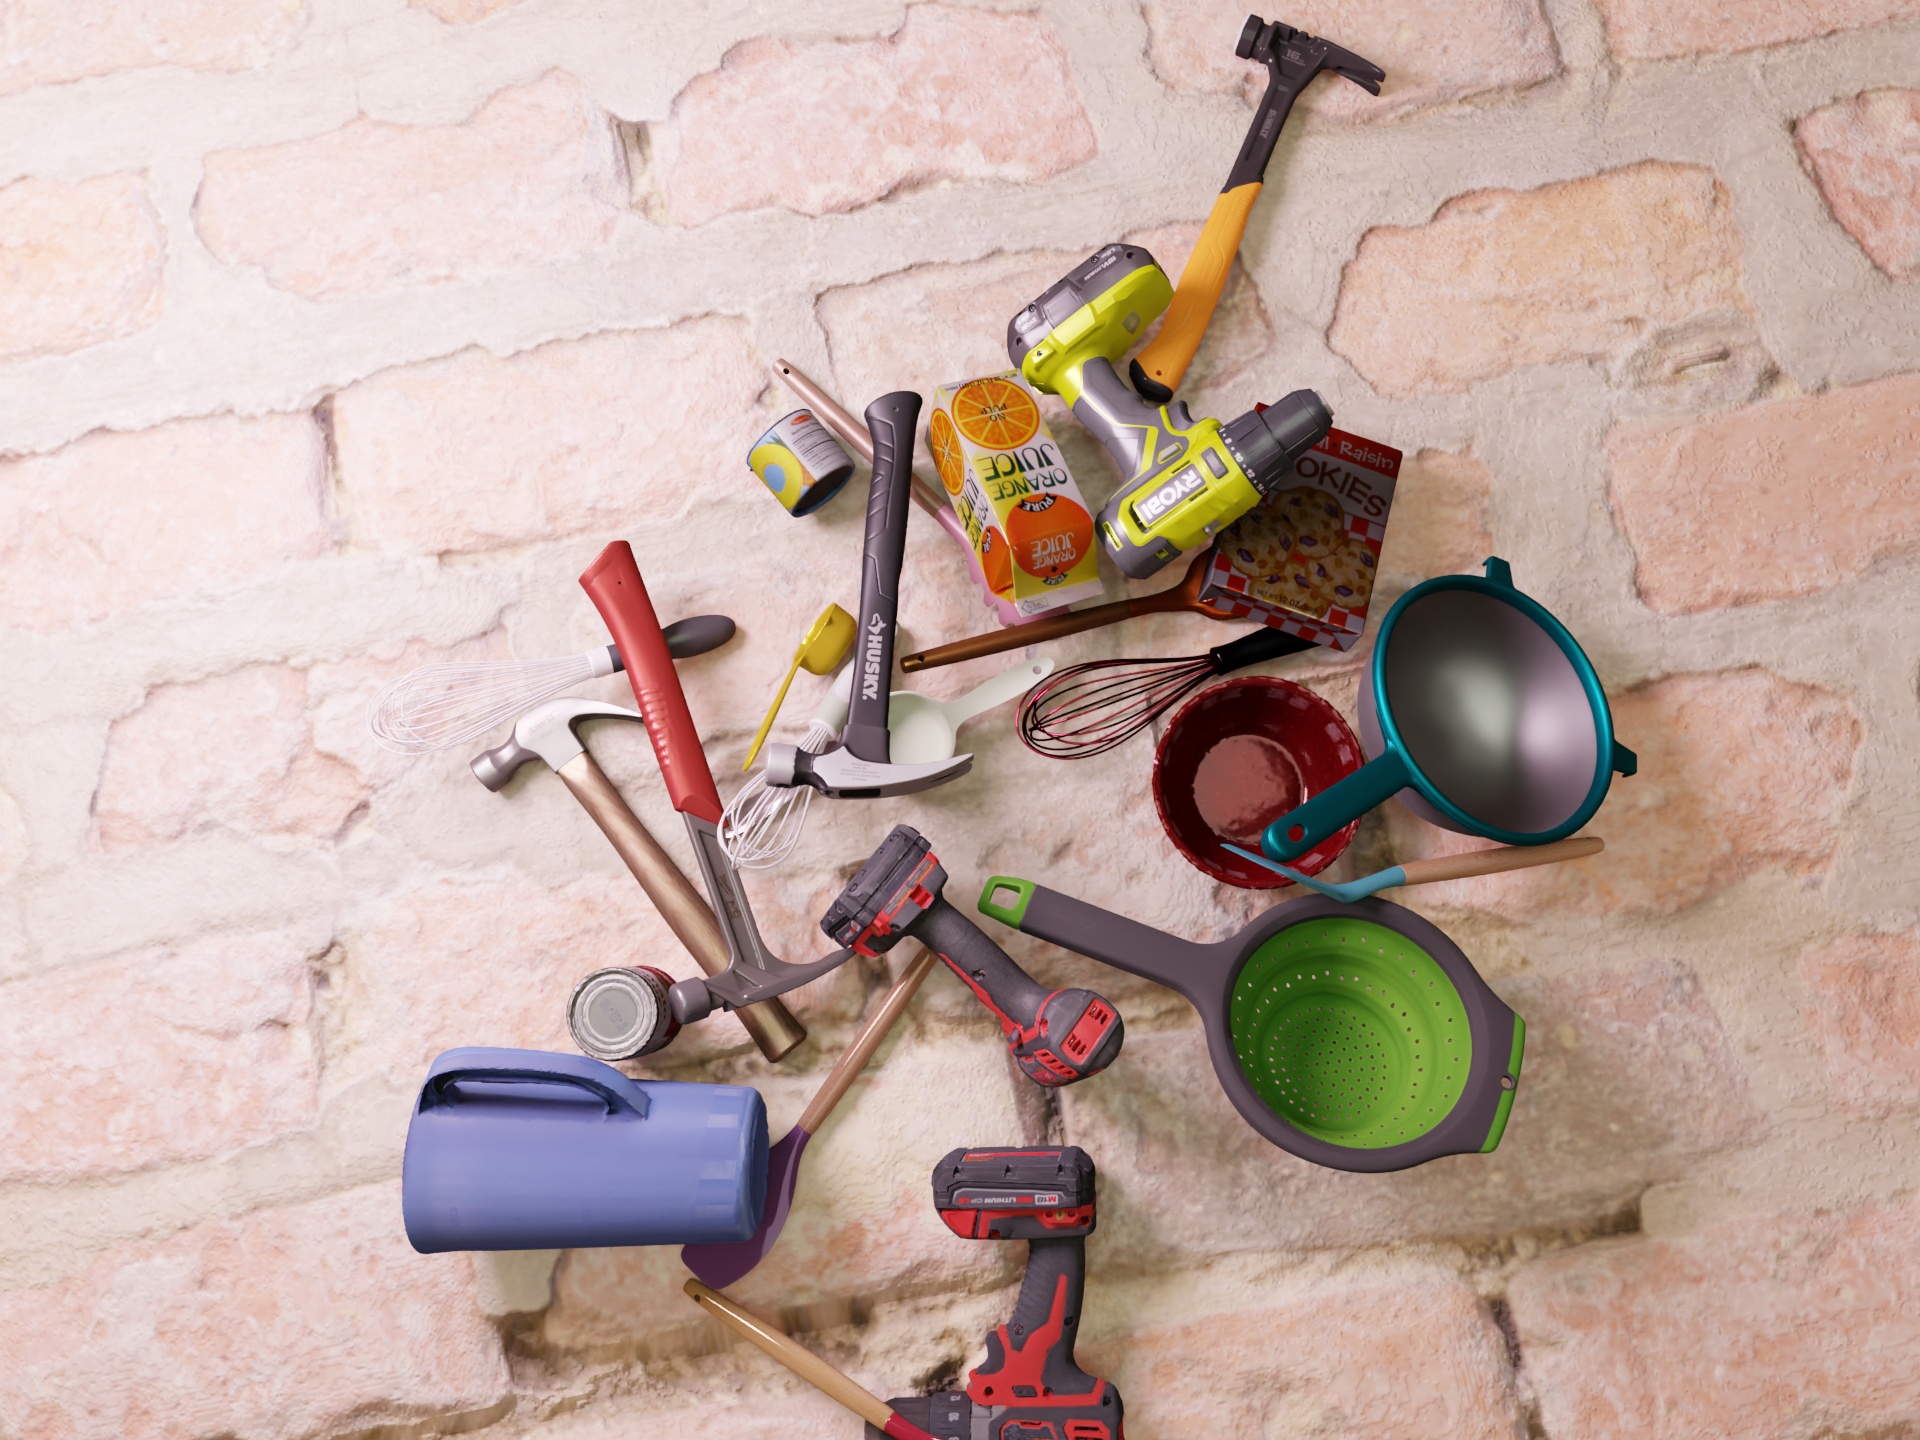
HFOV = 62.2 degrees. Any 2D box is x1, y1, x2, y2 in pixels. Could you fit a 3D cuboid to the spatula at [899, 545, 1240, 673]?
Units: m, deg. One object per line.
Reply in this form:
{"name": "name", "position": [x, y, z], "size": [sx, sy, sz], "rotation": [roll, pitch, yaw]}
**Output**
{"name": "spatula", "position": [0.108, -0.084, 1.227], "size": [0.322, 0.041, 0.081], "rotation": [-15, 76, -15]}

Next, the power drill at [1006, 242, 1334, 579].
{"name": "power drill", "position": [0.154, -0.246, 1.210], "size": [0.190, 0.080, 0.229], "rotation": [-35, 70, 16]}

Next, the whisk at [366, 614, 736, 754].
{"name": "whisk", "position": [-0.307, -0.036, 1.213], "size": [0.284, 0.070, 0.070], "rotation": [-18, 81, -19]}

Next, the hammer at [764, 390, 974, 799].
{"name": "hammer", "position": [-0.054, -0.100, 1.190], "size": [0.146, 0.035, 0.335], "rotation": [5, 68, -3]}

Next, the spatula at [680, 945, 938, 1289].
{"name": "spatula", "position": [-0.101, 0.288, 1.200], "size": [0.060, 0.018, 0.316], "rotation": [32, 82, 26]}

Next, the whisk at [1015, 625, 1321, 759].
{"name": "whisk", "position": [0.181, -0.038, 1.232], "size": [0.296, 0.073, 0.073], "rotation": [-20, 82, -9]}

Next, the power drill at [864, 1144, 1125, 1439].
{"name": "power drill", "position": [0.020, 0.431, 1.151], "size": [0.188, 0.080, 0.227], "rotation": [-3, 86, 7]}

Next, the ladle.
{"name": "ladle", "position": [-0.072, 0.484, 1.127], "size": [0.315, 0.031, 0.069], "rotation": [26, 105, 22]}

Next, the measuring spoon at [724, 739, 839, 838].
{"name": "measuring spoon", "position": [-0.138, 0.056, 1.242], "size": [0.124, 0.018, 0.034], "rotation": [-33, 83, 3]}

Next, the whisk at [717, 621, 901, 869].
{"name": "whisk", "position": [-0.107, 0.013, 1.196], "size": [0.058, 0.059, 0.246], "rotation": [27, 60, 6]}

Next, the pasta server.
{"name": "pasta server", "position": [-0.035, -0.182, 1.270], "size": [0.316, 0.040, 0.060], "rotation": [43, 84, 10]}

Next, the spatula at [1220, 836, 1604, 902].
{"name": "spatula", "position": [0.346, 0.101, 1.171], "size": [0.317, 0.082, 0.044], "rotation": [-6, 102, -20]}

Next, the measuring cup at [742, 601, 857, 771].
{"name": "measuring cup", "position": [-0.122, -0.021, 1.213], "size": [0.029, 0.062, 0.157], "rotation": [32, 63, -15]}

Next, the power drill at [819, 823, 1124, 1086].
{"name": "power drill", "position": [0.010, 0.181, 1.149], "size": [0.219, 0.143, 0.078], "rotation": [39, 69, 2]}

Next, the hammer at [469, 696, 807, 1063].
{"name": "hammer", "position": [-0.228, 0.120, 1.222], "size": [0.130, 0.031, 0.331], "rotation": [-38, 83, -5]}

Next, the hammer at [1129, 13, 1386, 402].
{"name": "hammer", "position": [0.228, -0.409, 1.296], "size": [0.127, 0.034, 0.337], "rotation": [24, 82, 5]}

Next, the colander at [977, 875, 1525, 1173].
{"name": "colander", "position": [0.200, 0.208, 1.169], "size": [0.397, 0.094, 0.205], "rotation": [20, 62, 11]}

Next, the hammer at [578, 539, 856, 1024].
{"name": "hammer", "position": [-0.197, 0.035, 1.191], "size": [0.149, 0.036, 0.359], "rotation": [-17, 85, -29]}

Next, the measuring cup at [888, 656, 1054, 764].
{"name": "measuring cup", "position": [-0.002, -0.004, 1.236], "size": [0.167, 0.038, 0.083], "rotation": [-28, 82, -6]}

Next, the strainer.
{"name": "strainer", "position": [0.325, 0.029, 1.161], "size": [0.340, 0.095, 0.211], "rotation": [-27, 82, -28]}
